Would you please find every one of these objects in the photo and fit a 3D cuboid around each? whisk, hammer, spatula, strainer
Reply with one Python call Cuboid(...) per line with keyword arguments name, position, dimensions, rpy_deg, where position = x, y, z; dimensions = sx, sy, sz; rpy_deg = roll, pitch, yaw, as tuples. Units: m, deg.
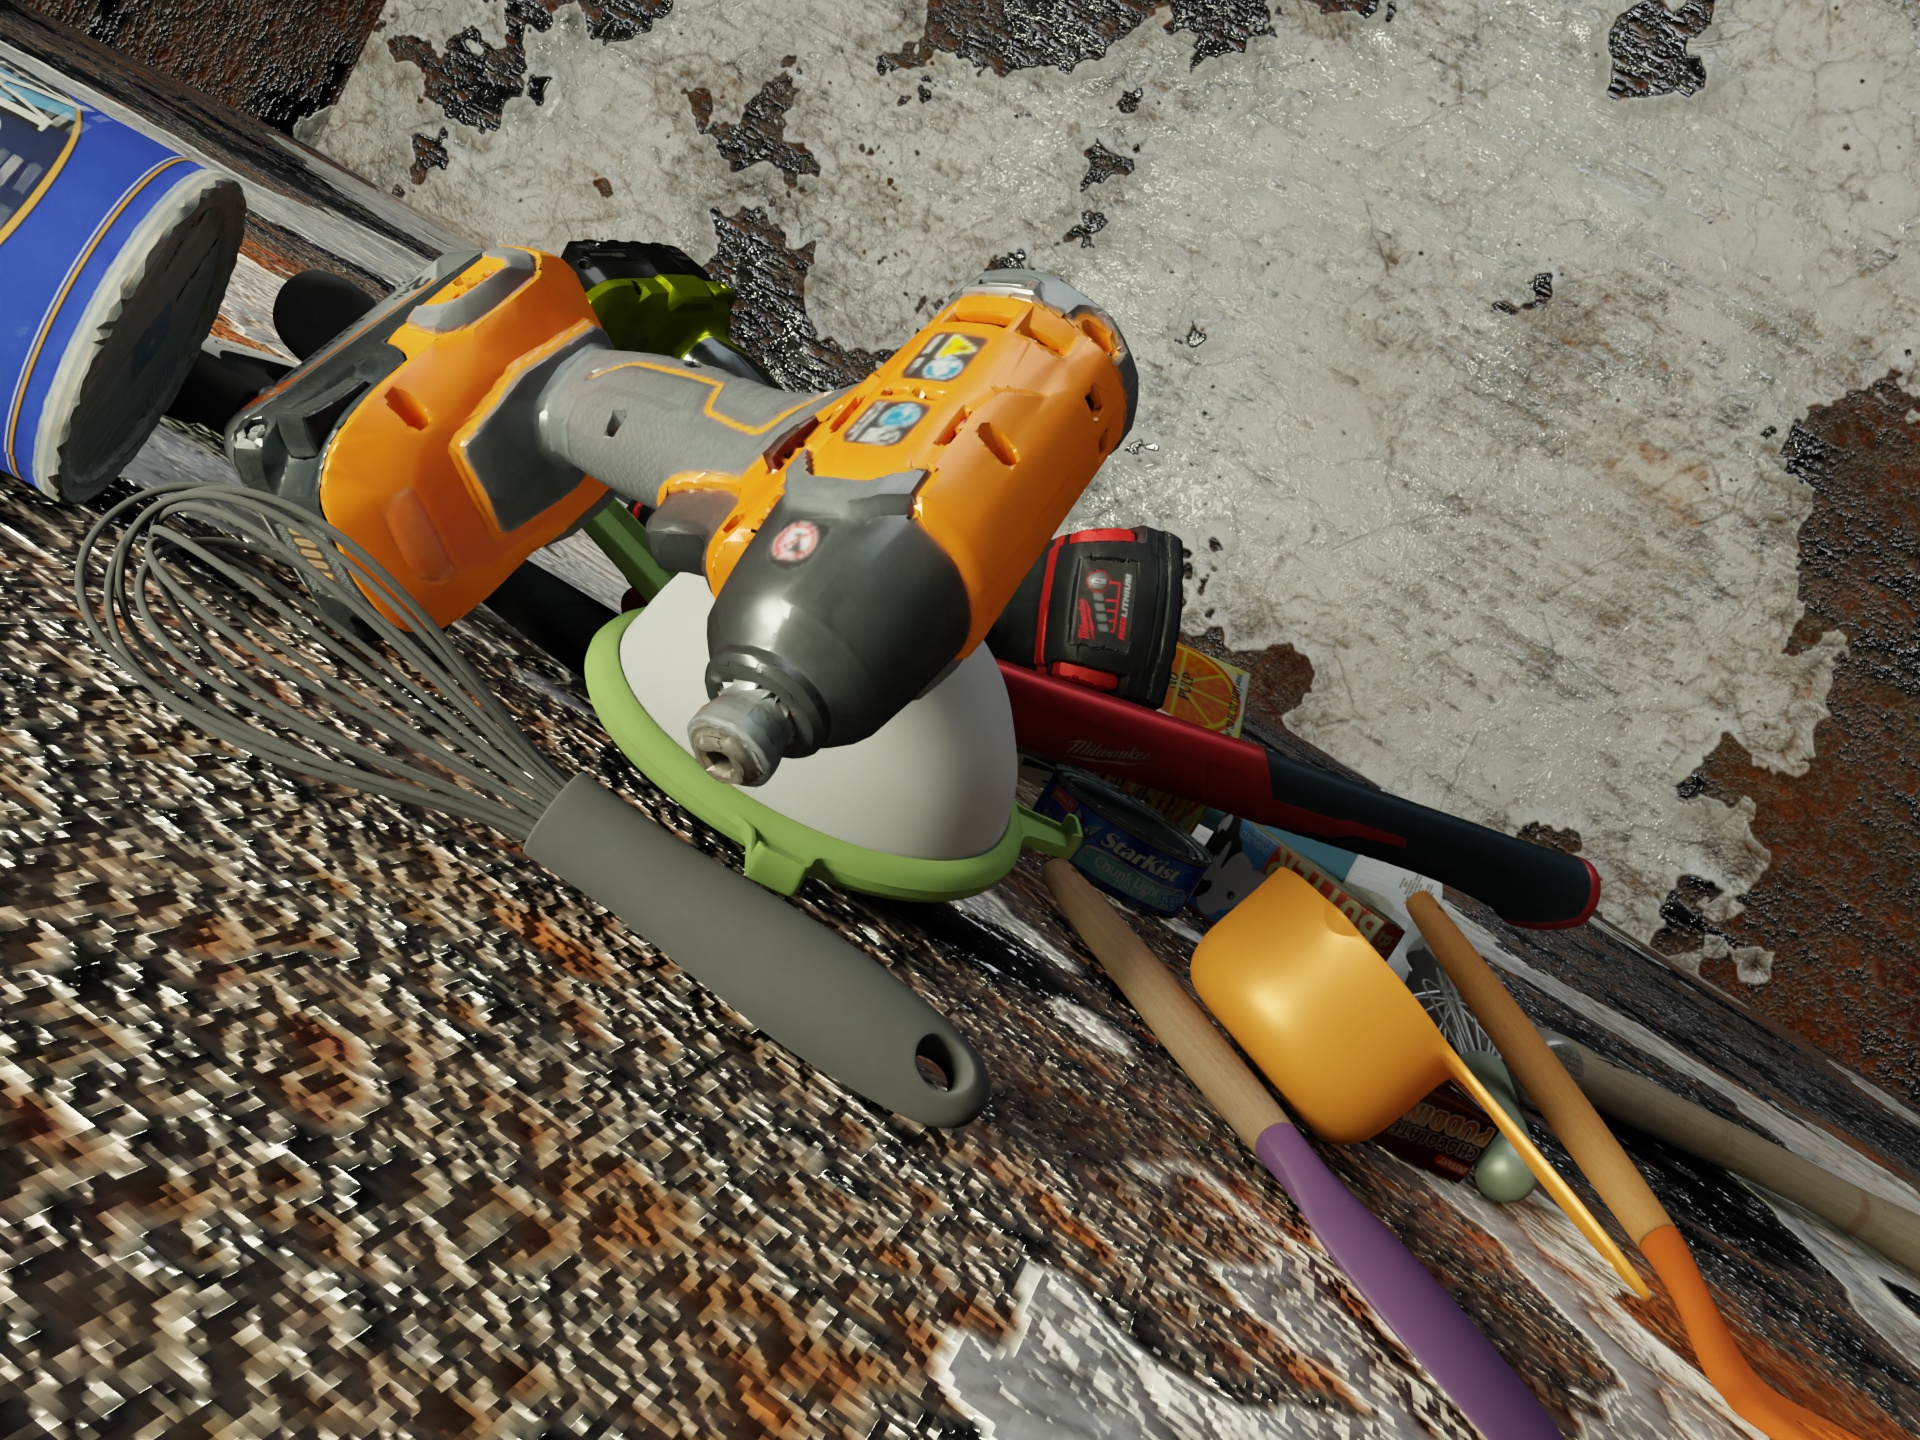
Cuboid(name="whisk", position=(-0.093, 0.024, 0.363), dimensions=(0.239, 0.055, 0.055), rpy_deg=(35, 9, -3))
Cuboid(name="hammer", position=(0.422, 0.233, 0.900), dimensions=(0.410, 0.038, 0.146), rpy_deg=(27, 8, -21))
Cuboid(name="hammer", position=(-0.211, -0.136, 0.690), dimensions=(0.149, 0.036, 0.409), rpy_deg=(38, 1, -8))
Cuboid(name="spatula", position=(0.247, 0.163, 0.578), dimensions=(0.081, 0.041, 0.323), rpy_deg=(25, 24, -29))
Cuboid(name="spatula", position=(0.089, 0.119, 0.502), dimensions=(0.059, 0.018, 0.316), rpy_deg=(33, 8, -28))
Cuboid(name="hammer", position=(0.110, 0.033, 0.884), dimensions=(0.331, 0.033, 0.128), rpy_deg=(28, 42, 18))
Cuboid(name="hammer", position=(0.135, 0.019, 0.664), dimensions=(0.386, 0.143, 0.038), rpy_deg=(18, 44, -25))
Cuboid(name="hammer", position=(-0.163, -0.051, 0.574), dimensions=(0.335, 0.035, 0.146), rpy_deg=(33, 10, 14))
Cuboid(name="whisk", position=(0.223, 0.152, 0.691), dimensions=(0.059, 0.058, 0.246), rpy_deg=(-3, 5, 13))
Cuboid(name="strainer", position=(-0.068, -0.047, 0.521), dimensions=(0.257, 0.069, 0.151), rpy_deg=(44, 25, 29))

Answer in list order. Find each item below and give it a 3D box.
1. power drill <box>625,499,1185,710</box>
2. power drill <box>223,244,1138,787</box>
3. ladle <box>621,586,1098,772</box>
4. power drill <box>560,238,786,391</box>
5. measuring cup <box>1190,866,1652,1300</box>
Cuboid(name="power drill", position=(-0.019, -0.061, 0.665), dimensions=(0.219, 0.078, 0.143), rpy_deg=(14, -11, -32))
Cuboid(name="power drill", position=(-0.085, -0.059, 0.427), dimensions=(0.226, 0.164, 0.084), rpy_deg=(11, -42, 28))
Cuboid(name="ladle", position=(-0.001, -0.002, 0.695), dimensions=(0.315, 0.031, 0.069), rpy_deg=(15, -19, -33))
Cuboid(name="power drill", position=(-0.115, -0.148, 0.815), dimensions=(0.228, 0.080, 0.190), rpy_deg=(40, 26, 10))
Cuboid(name="measuring cup", position=(0.138, 0.125, 0.509), dimensions=(0.174, 0.052, 0.095), rpy_deg=(52, 0, 37))
